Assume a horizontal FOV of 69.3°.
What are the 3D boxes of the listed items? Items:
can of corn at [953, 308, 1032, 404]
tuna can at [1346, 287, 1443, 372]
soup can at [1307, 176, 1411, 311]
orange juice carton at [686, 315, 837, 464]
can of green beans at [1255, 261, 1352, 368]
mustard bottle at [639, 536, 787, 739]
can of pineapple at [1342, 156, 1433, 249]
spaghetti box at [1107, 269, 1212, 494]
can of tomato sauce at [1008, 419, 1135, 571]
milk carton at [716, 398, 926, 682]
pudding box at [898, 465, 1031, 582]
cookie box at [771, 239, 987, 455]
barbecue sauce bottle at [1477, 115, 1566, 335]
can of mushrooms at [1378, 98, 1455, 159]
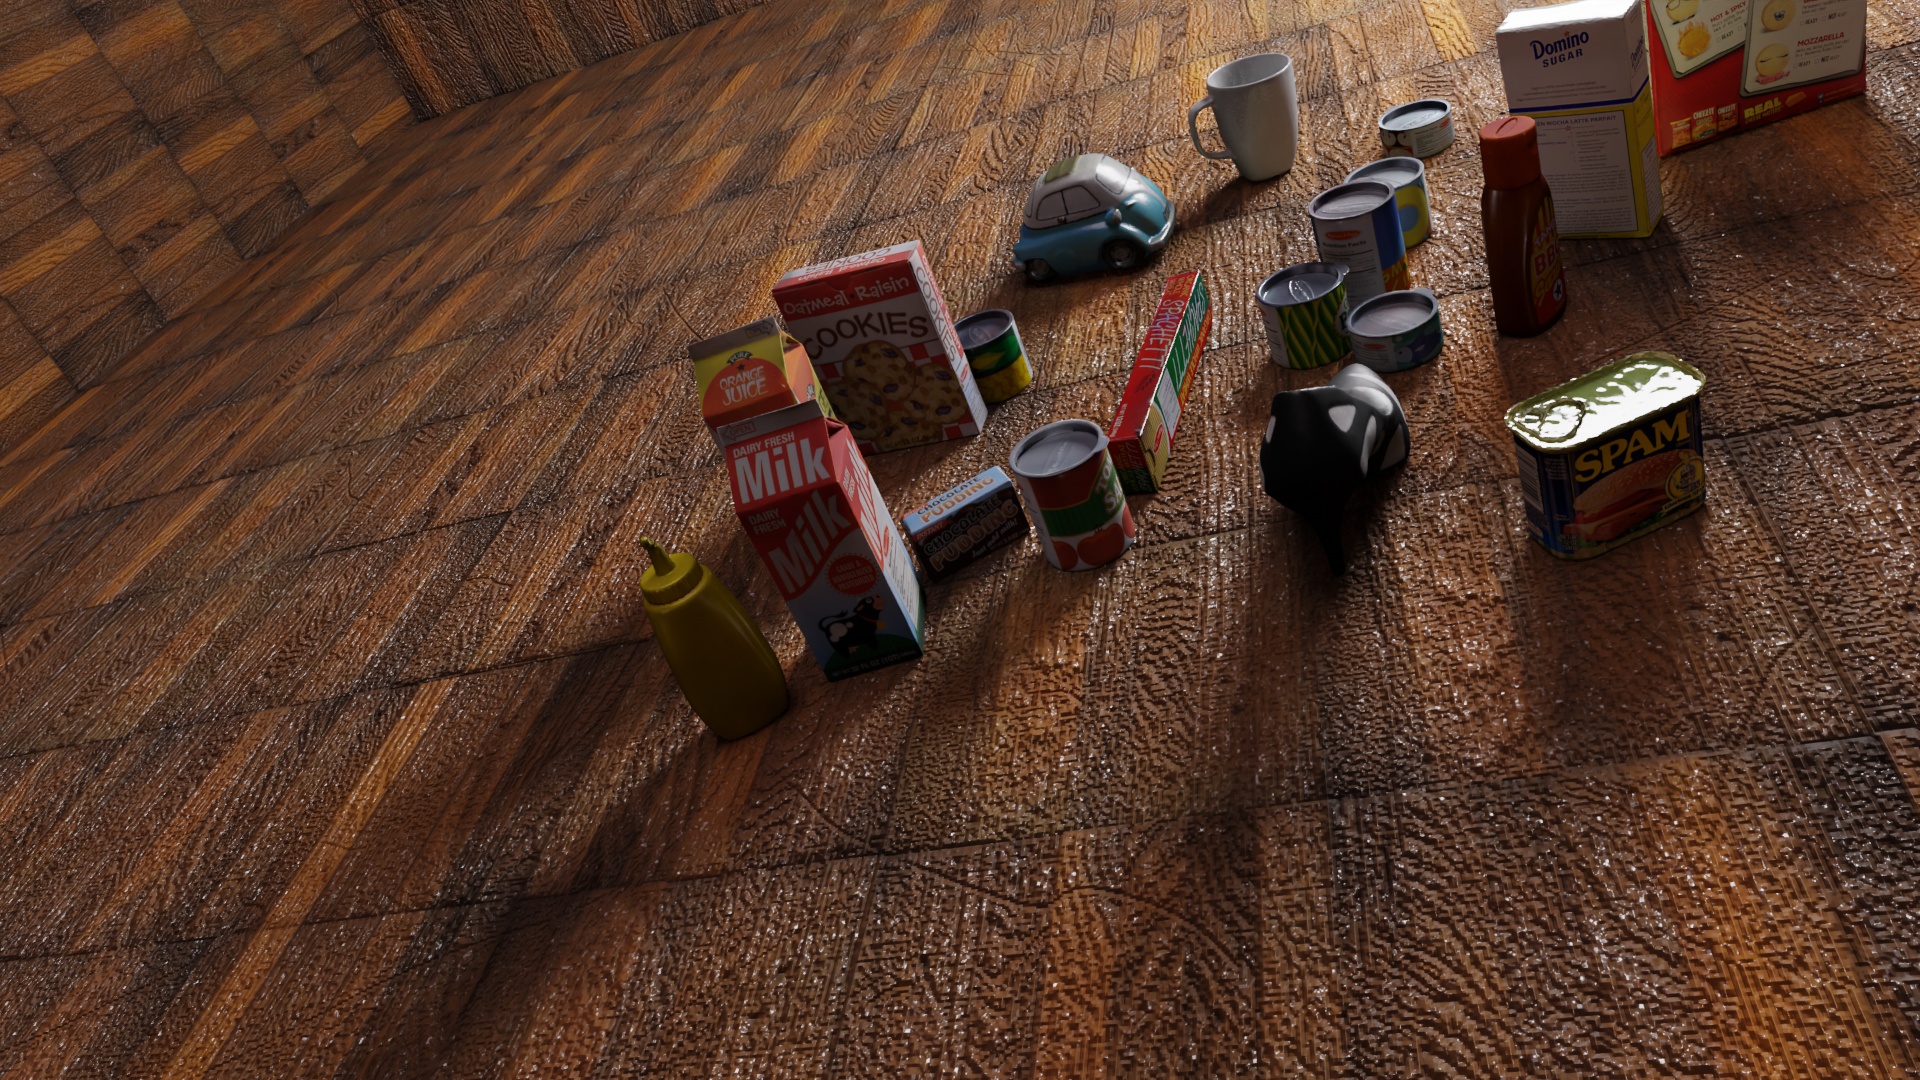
[{"bbox_3d":[0.021,-0.157,1.197,0.071,0.058,0.071,-16,32,11],"label":"can of corn"},{"bbox_3d":[0.324,-0.156,1.030,0.071,0.032,0.071,-16,32,11],"label":"tuna can"},{"bbox_3d":[0.318,-0.235,1.103,0.071,0.083,0.072,-16,32,11],"label":"soup can"},{"bbox_3d":[-0.135,-0.077,1.050,0.072,0.191,0.073,-16,32,12],"label":"orange juice carton"},{"bbox_3d":[0.266,-0.173,1.068,0.071,0.057,0.071,-16,32,11],"label":"can of green beans"},{"bbox_3d":[-0.168,0.057,0.904,0.065,0.159,0.049,-28,32,-8],"label":"mustard bottle"},{"bbox_3d":[0.359,-0.281,1.170,0.071,0.057,0.071,-16,32,11],"label":"can of pineapple"},{"bbox_3d":[0.158,-0.129,1.077,0.028,0.050,0.251,-6,36,26],"label":"spaghetti box"},{"bbox_3d":[0.079,-0.031,0.951,0.071,0.082,0.071,-16,32,11],"label":"can of tomato sauce"},{"bbox_3d":[-0.089,-0.006,0.919,0.072,0.189,0.074,-16,32,11],"label":"milk carton"},{"bbox_3d":[0.004,-0.013,1.003,0.084,0.049,0.030,-28,32,-8],"label":"pudding box"},{"bbox_3d":[-0.064,-0.154,1.144,0.123,0.166,0.040,-9,34,21],"label":"cookie box"},{"bbox_3d":[0.392,-0.221,0.975,0.043,0.148,0.065,12,46,43],"label":"barbecue sauce bottle"},{"bbox_3d":[0.428,-0.386,1.305,0.071,0.033,0.071,-16,32,11],"label":"can of mushrooms"}]
